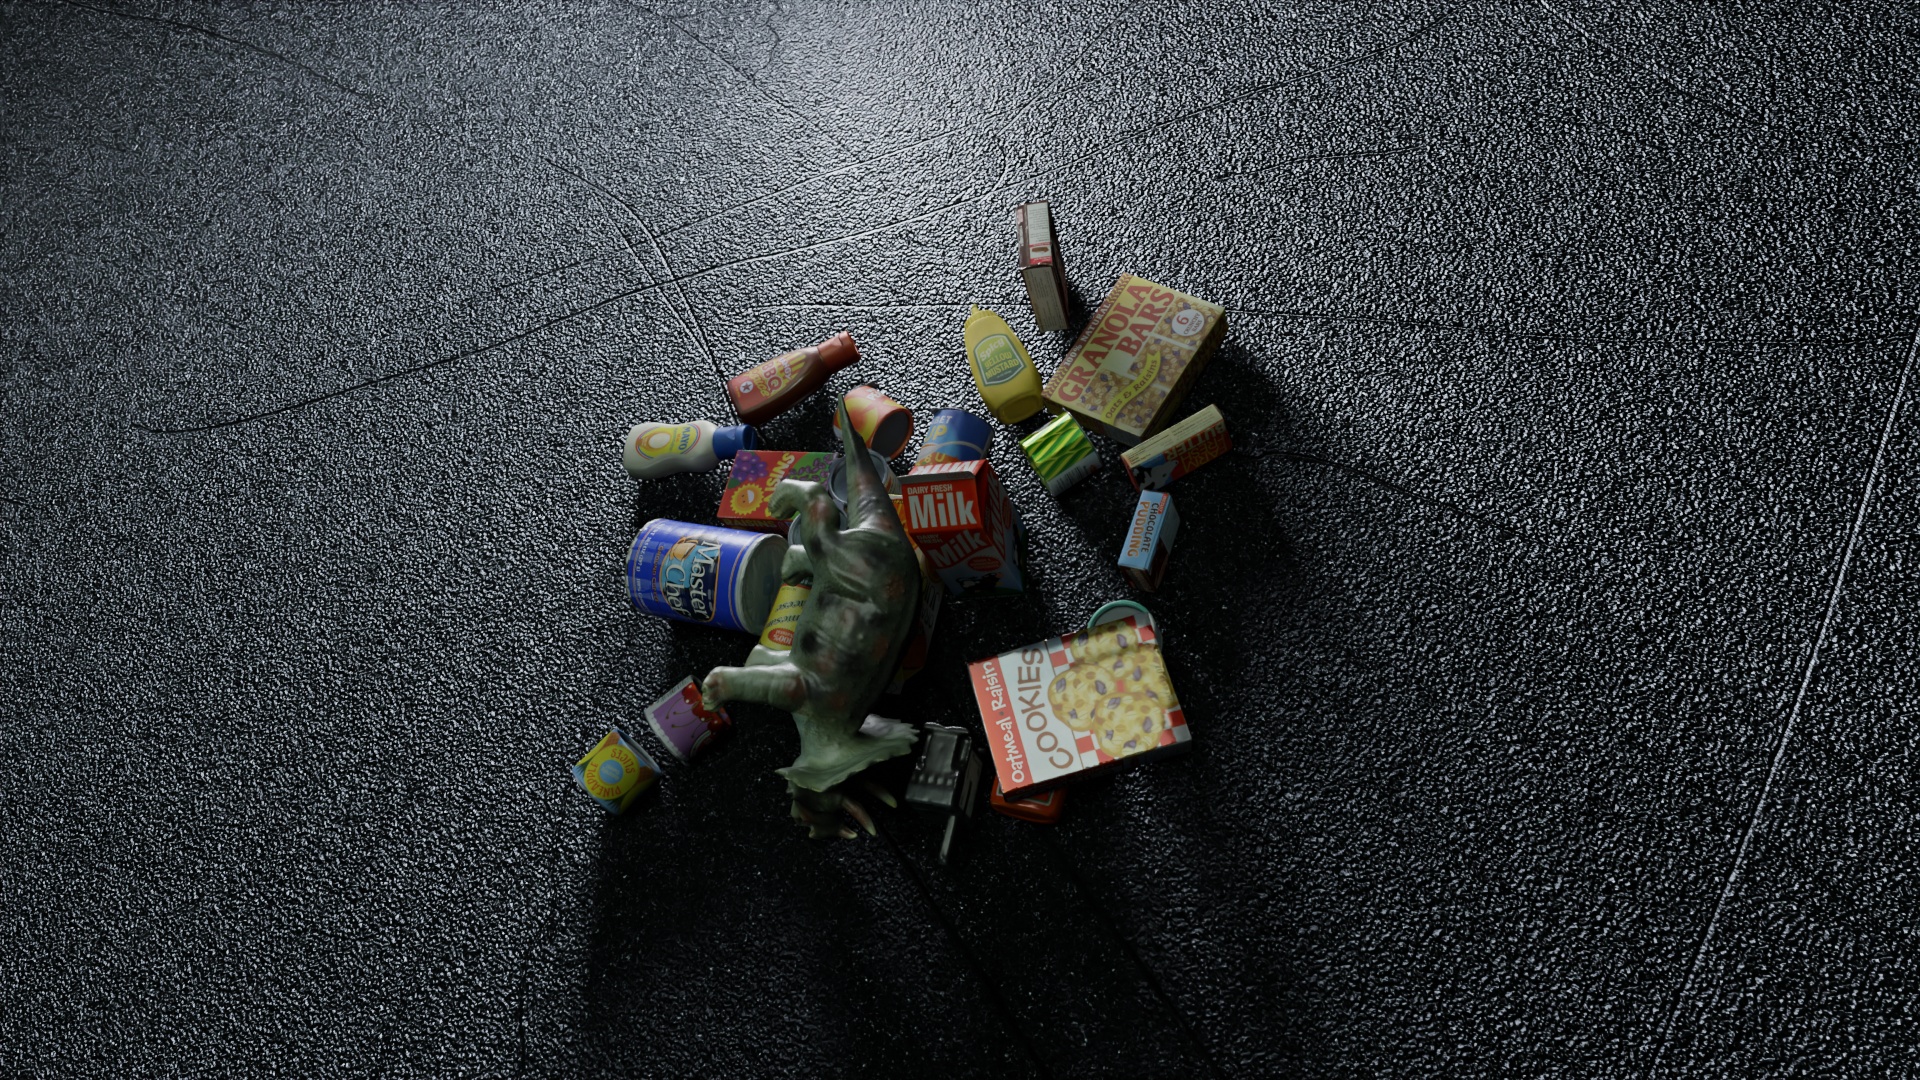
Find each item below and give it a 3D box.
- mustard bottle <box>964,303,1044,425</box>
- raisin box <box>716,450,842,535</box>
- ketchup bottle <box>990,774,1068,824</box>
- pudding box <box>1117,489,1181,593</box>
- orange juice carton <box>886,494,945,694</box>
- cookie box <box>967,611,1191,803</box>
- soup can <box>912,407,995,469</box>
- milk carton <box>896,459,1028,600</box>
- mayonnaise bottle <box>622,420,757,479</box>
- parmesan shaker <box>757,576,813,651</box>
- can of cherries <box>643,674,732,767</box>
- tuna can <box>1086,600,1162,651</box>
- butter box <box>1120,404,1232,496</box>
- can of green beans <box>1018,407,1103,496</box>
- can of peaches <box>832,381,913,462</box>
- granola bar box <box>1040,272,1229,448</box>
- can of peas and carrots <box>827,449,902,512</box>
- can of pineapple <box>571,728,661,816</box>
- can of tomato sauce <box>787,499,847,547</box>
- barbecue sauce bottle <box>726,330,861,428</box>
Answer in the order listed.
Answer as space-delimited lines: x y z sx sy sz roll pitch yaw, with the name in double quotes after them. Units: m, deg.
0.036 -0.196 1.465 0.065 0.048 0.161 -26 57 3 "mustard bottle"
-0.186 -0.050 1.472 0.123 0.040 0.086 3 64 20 "raisin box"
0.075 0.176 1.246 0.065 0.043 0.149 9 65 19 "ketchup bottle"
0.178 0.001 1.303 0.030 0.049 0.084 10 66 26 "pudding box"
-0.066 0.056 1.347 0.072 0.072 0.193 4 64 22 "orange juice carton"
0.101 0.145 1.208 0.167 0.040 0.123 -16 64 0 "cookie box"
-0.012 -0.084 1.408 0.071 0.071 0.084 11 67 25 "soup can"
0.005 -0.016 1.291 0.072 0.190 0.074 -5 62 18 "milk carton"
-0.300 -0.104 1.542 0.148 0.041 0.065 -5 59 18 "mayonnaise bottle"
-0.164 0.092 1.366 0.071 0.071 0.103 7 65 24 "parmesan shaker"
-0.264 0.176 1.359 0.058 0.071 0.072 -38 56 -4 "can of cherries"
0.148 0.090 1.274 0.071 0.032 0.071 -9 60 15 "tuna can"
0.209 -0.086 1.338 0.103 0.053 0.024 -29 54 2 "butter box"
0.099 -0.085 1.371 0.058 0.071 0.071 -33 56 1 "can of green beans"
-0.090 -0.124 1.460 0.058 0.071 0.071 35 78 31 "can of peaches"
0.178 -0.182 1.412 0.124 0.039 0.166 26 74 29 "granola bar box"
-0.097 -0.052 1.428 0.071 0.058 0.071 -9 59 16 "can of peas and carrots"
-0.335 0.225 1.353 0.058 0.070 0.071 -45 57 -8 "can of pineapple"
-0.125 0.009 1.389 0.071 0.083 0.071 -9 60 16 "can of tomato sauce"
-0.183 -0.183 1.542 0.148 0.043 0.065 -27 55 4 "barbecue sauce bottle"
